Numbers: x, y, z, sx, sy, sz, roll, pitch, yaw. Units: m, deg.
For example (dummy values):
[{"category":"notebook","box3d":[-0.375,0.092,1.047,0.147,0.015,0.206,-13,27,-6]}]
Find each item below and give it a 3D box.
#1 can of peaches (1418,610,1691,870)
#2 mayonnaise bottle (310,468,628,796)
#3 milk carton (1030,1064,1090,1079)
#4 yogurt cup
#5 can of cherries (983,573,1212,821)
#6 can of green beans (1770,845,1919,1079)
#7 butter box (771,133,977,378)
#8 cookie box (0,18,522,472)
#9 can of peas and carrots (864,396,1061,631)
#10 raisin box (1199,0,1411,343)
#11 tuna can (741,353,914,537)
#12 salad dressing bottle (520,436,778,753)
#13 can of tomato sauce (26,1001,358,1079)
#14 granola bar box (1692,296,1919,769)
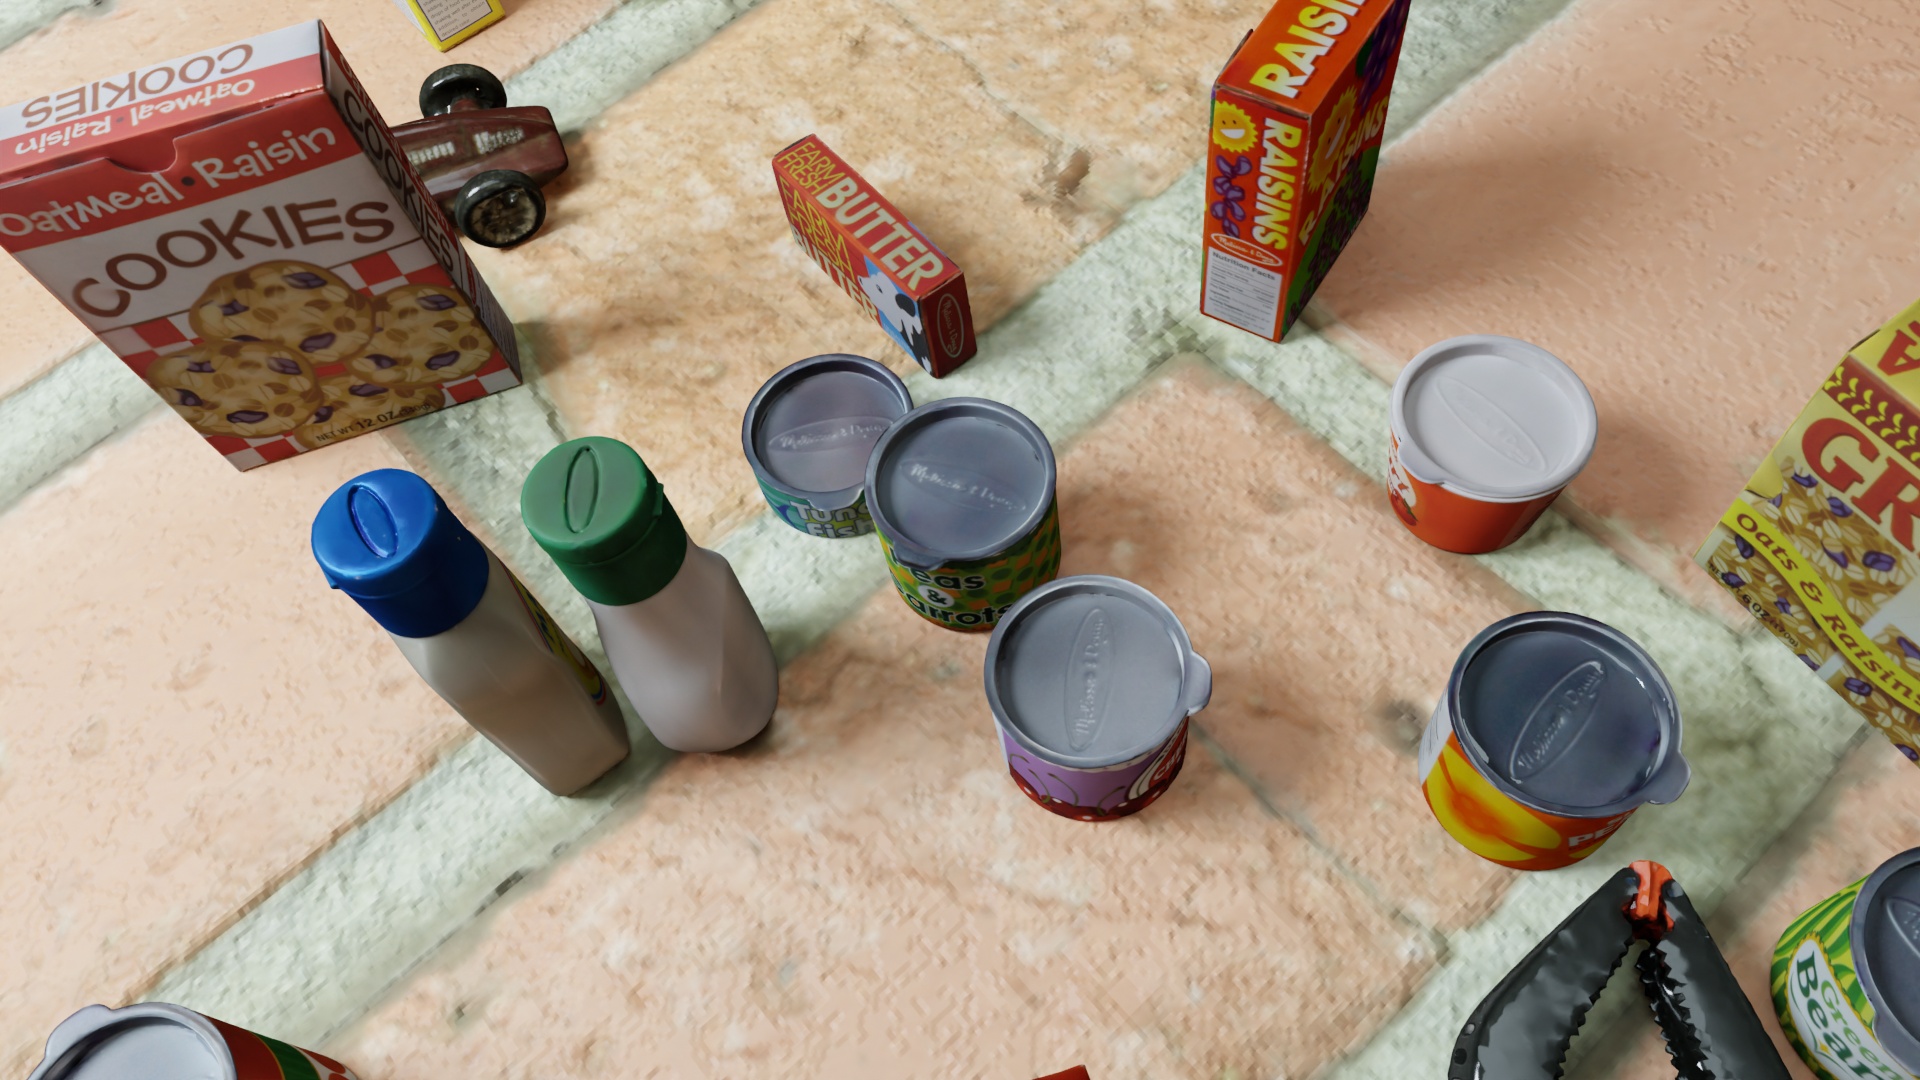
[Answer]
[{"category":"can of peaches","box3d":[0.183,0.065,0.435,0.071,0.057,0.071,-3,60,5]},{"category":"mayonnaise bottle","box3d":[-0.152,0.030,0.442,0.041,0.147,0.065,-33,62,-12]},{"category":"milk carton","box3d":[0.010,0.175,0.317,0.073,0.189,0.072,-20,61,-5]},{"category":"yogurt cup","box3d":[0.183,-0.031,0.492,0.072,0.053,0.073,-3,60,5]},{"category":"can of cherries","box3d":[0.045,0.054,0.457,0.071,0.058,0.072,-3,60,5]},{"category":"can of green beans","box3d":[0.274,0.126,0.390,0.071,0.057,0.071,-3,60,5]},{"category":"butter box","box3d":[-0.036,-0.116,0.567,0.024,0.053,0.104,-36,63,-13]},{"category":"cookie box","box3d":[-0.256,-0.101,0.517,0.123,0.166,0.040,-18,60,-3]},{"category":"can of peas and carrots","box3d":[0.002,-0.006,0.496,0.071,0.058,0.071,-3,60,5]},{"category":"raisin box","box3d":[0.128,-0.147,0.525,0.040,0.123,0.086,28,68,20]},{"category":"tuna can","box3d":[-0.048,-0.034,0.533,0.071,0.032,0.071,-3,60,5]},{"category":"salad dressing bottle","box3d":[-0.095,0.021,0.441,0.044,0.147,0.064,-5,60,4]},{"category":"can of tomato sauce","box3d":[-0.222,0.176,0.405,0.071,0.082,0.071,-3,61,5]},{"category":"granola bar box","box3d":[0.310,0.026,0.404,0.039,0.123,0.166,-31,62,-11]}]
